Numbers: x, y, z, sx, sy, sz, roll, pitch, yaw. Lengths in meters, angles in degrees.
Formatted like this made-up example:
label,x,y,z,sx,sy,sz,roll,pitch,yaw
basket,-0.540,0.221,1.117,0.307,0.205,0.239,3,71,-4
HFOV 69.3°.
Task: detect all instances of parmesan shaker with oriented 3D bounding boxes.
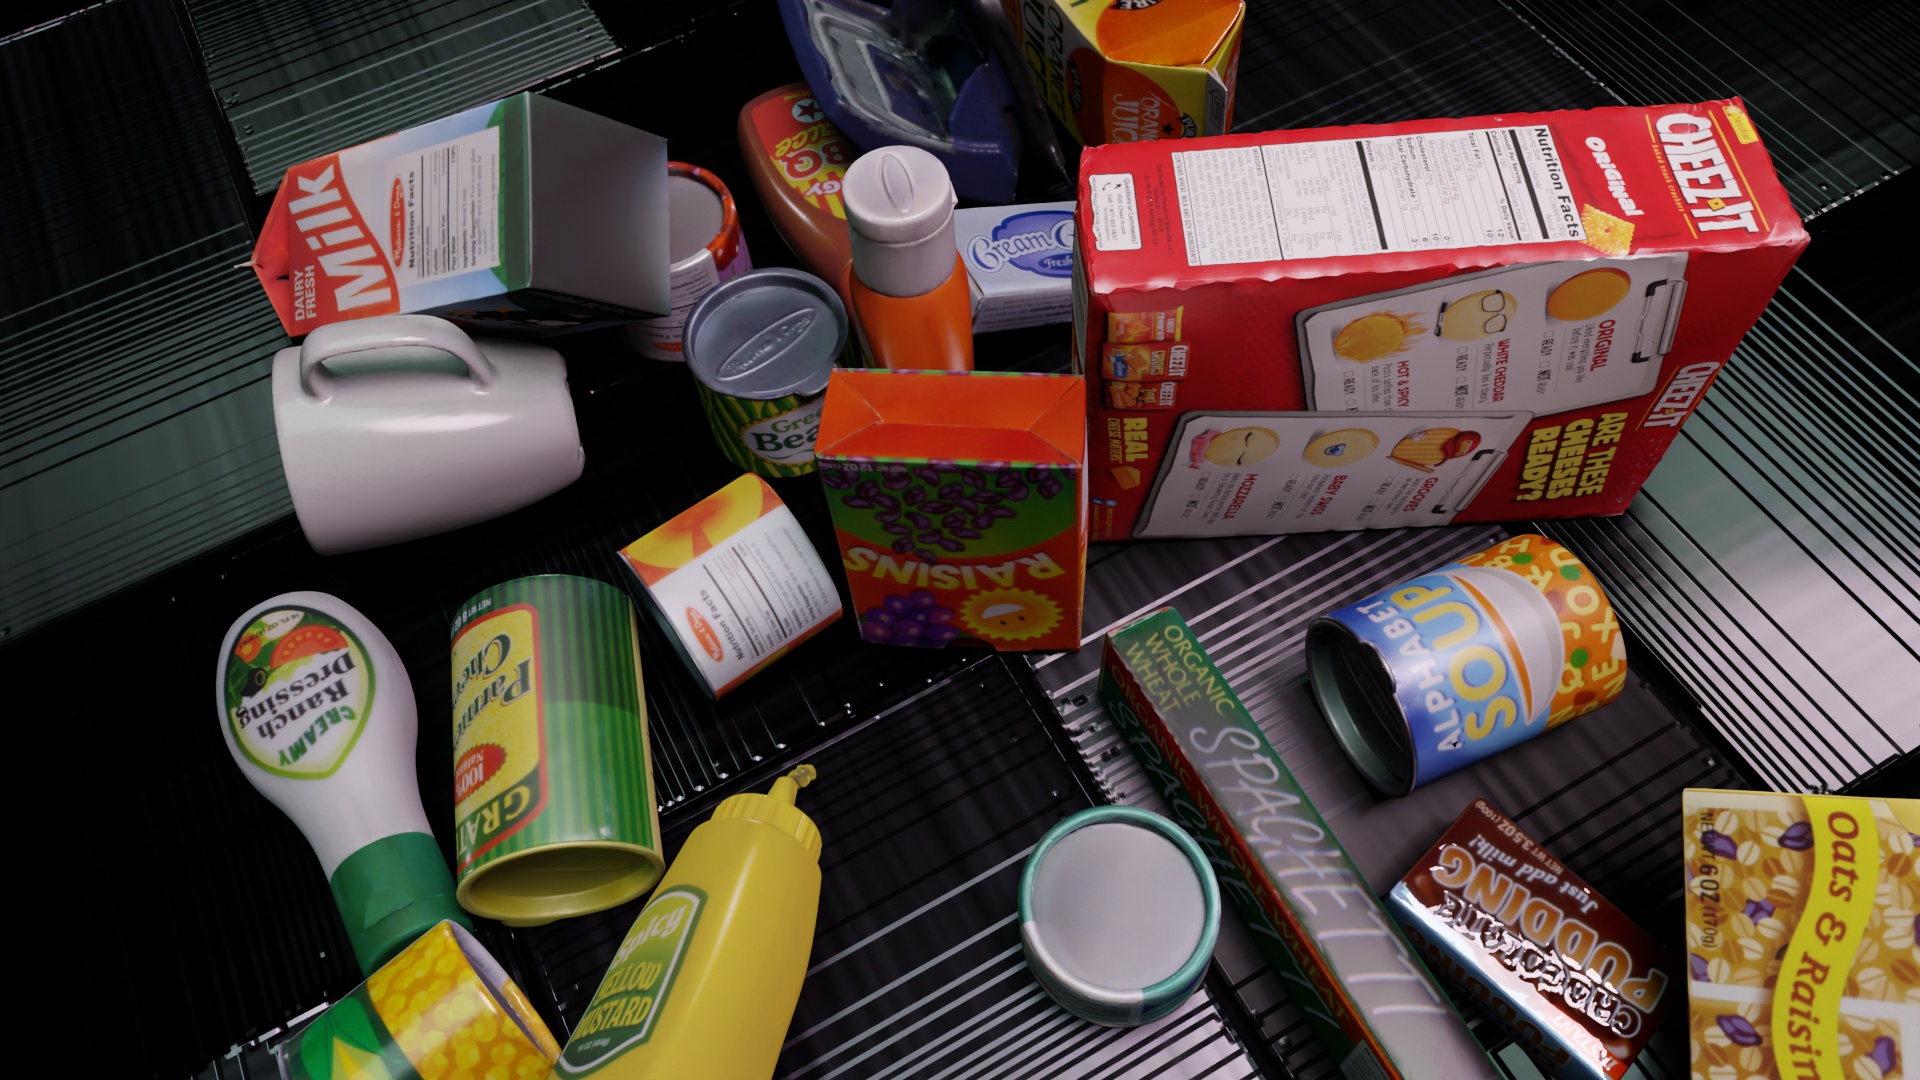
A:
label,x,y,z,sx,sy,sz,roll,pitch,yaw
parmesan shaker,-0.144,0.073,0.486,0.071,0.071,0.103,-13,58,-4

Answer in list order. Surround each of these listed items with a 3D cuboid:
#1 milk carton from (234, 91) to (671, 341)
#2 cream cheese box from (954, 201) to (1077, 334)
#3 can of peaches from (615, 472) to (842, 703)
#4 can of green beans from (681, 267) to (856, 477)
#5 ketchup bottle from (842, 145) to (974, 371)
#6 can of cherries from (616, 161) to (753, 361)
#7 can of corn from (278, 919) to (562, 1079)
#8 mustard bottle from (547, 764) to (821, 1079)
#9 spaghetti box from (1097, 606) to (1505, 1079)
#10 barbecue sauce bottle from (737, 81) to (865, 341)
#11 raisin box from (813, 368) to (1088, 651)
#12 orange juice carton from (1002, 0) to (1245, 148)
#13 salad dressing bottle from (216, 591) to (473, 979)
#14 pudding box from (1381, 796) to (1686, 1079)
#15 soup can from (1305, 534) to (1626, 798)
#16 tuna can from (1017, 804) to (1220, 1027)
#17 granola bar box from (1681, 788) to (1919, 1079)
label,x,y,z,sx,sy,sz,roll,pitch,yaw
milk carton,-0.211,-0.119,0.567,0.190,0.072,0.073,-3,88,33
cream cheese box,0.038,-0.118,0.591,0.104,0.024,0.053,-11,56,-28
can of peaches,-0.086,0.016,0.515,0.058,0.071,0.071,-34,62,-15
can of green beans,-0.075,-0.068,0.569,0.071,0.057,0.071,-2,59,3
ketchup bottle,-0.017,-0.080,0.520,0.043,0.148,0.065,-14,59,-6
can of cherries,-0.126,-0.124,0.606,0.071,0.058,0.072,-2,59,3
can of corn,-0.163,0.163,0.430,0.058,0.071,0.071,-38,64,-18
mustard bottle,-0.079,0.131,0.443,0.065,0.048,0.161,-27,27,34
spaghetti box,0.118,0.130,0.439,0.029,0.050,0.251,-25,60,-13
barbecue sauce bottle,-0.050,-0.143,0.621,0.065,0.043,0.149,-17,59,-14
raisin box,0.002,-0.006,0.488,0.086,0.122,0.040,2,58,5
orange juice carton,0.072,-0.243,0.657,0.073,0.071,0.193,-25,60,-10
salad dressing bottle,-0.217,0.085,0.494,0.064,0.043,0.148,-31,62,-12
pudding box,0.182,0.130,0.446,0.050,0.030,0.084,-40,64,-17
soup can,0.173,0.041,0.477,0.084,0.071,0.071,-21,60,-9
tuna can,0.053,0.121,0.459,0.071,0.032,0.071,-2,59,3
granola bar box,0.264,0.153,0.370,0.124,0.039,0.166,-2,74,28
